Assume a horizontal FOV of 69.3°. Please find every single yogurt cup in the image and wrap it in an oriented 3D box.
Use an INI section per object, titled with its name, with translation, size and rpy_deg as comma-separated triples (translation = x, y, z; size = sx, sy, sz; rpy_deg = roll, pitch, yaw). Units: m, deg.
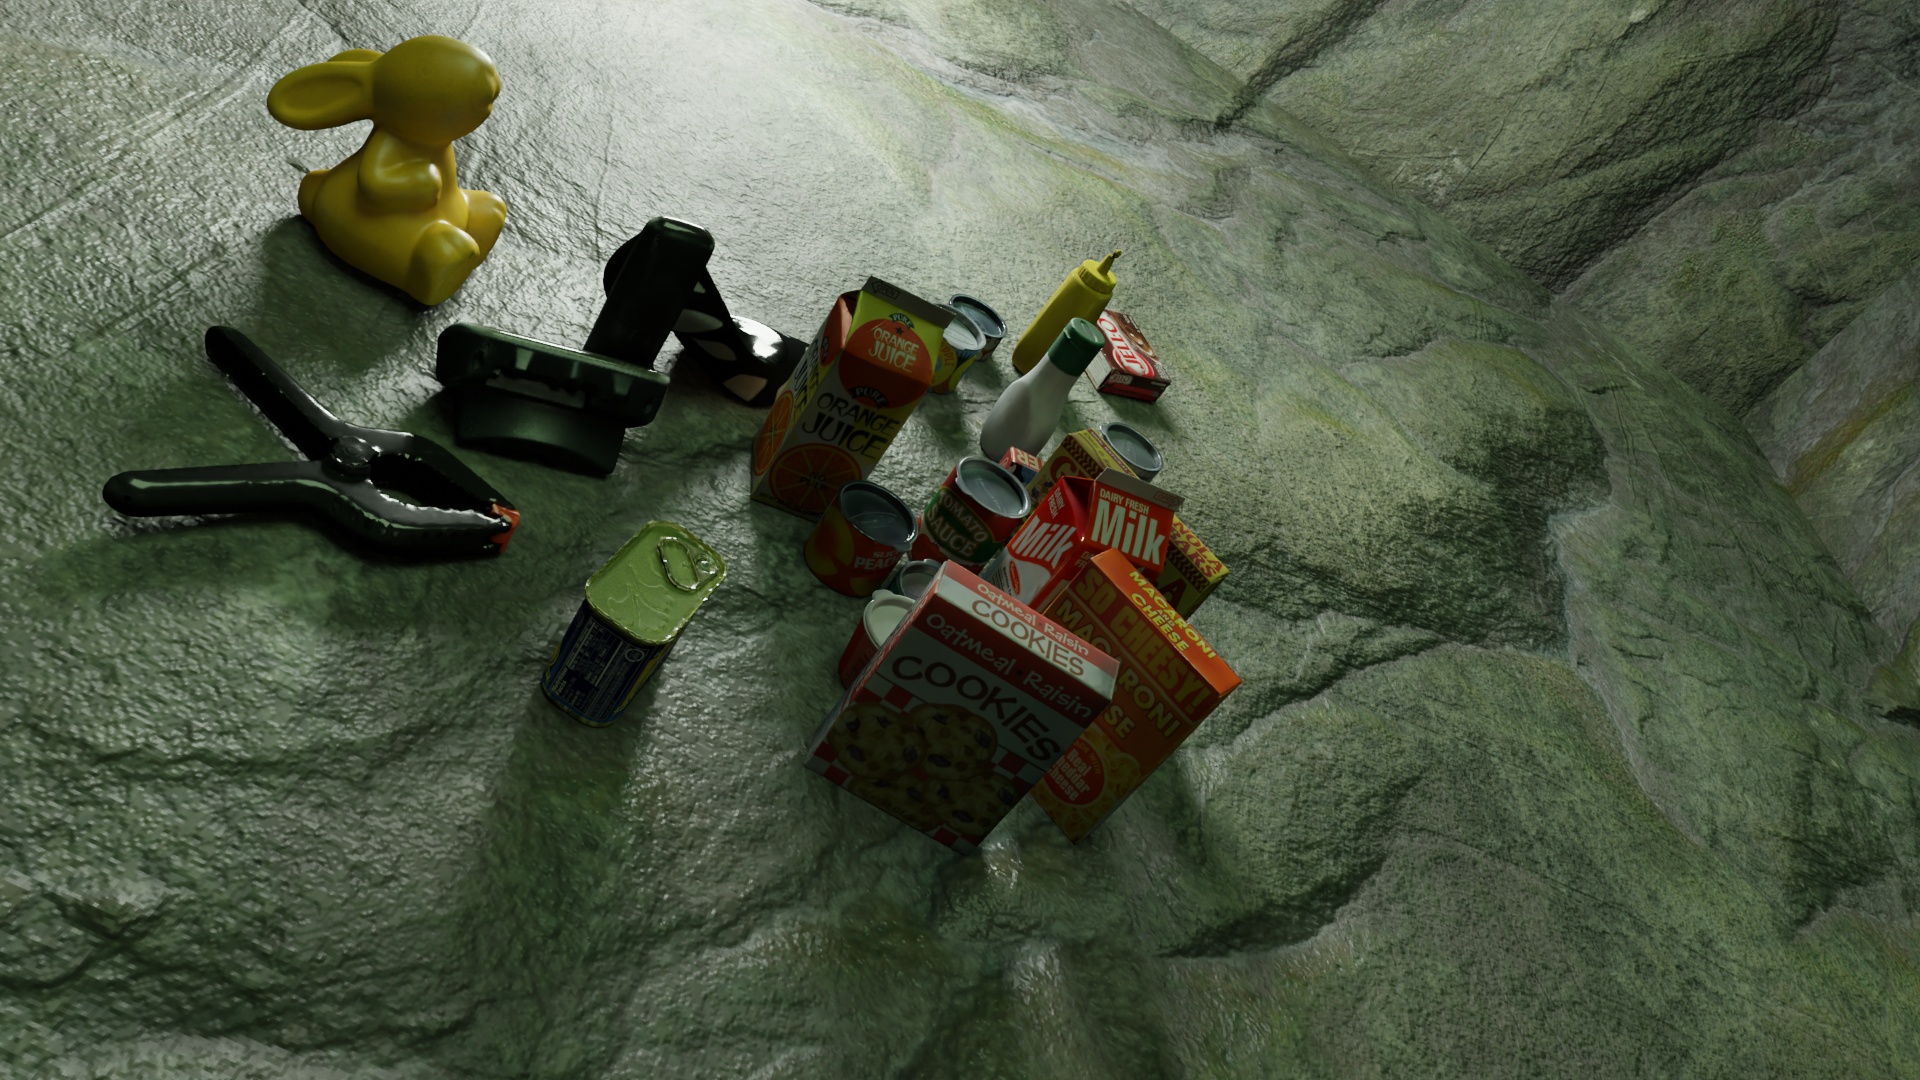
[yogurt cup]
translation = -0.047, 0.079, 0.943
size = 0.072, 0.053, 0.073
rpy_deg = 25, 34, -18

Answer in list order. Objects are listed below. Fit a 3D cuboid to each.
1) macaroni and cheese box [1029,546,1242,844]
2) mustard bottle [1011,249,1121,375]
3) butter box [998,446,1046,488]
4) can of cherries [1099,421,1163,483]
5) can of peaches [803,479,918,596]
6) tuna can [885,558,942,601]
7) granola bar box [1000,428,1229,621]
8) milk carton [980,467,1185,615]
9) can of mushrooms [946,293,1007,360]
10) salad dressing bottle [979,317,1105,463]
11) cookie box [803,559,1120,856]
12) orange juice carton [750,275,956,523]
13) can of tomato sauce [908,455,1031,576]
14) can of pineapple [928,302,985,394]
[macaroni and cheese box]
translation = 0.091, 0.105, 0.936
size = 0.124, 0.165, 0.040
rpy_deg = 48, 34, 16
[mustard bottle]
translation = 0.113, -0.230, 1.385
size = 0.049, 0.159, 0.065
rpy_deg = 44, 33, 11
[butter box]
translation = 0.074, -0.039, 1.206
size = 0.103, 0.053, 0.024
rpy_deg = 22, 35, -22
[can of cherries]
translation = 0.146, -0.070, 1.308
size = 0.071, 0.058, 0.072
rpy_deg = 25, 34, -18
[can of peaches]
translation = -0.072, 0.001, 1.014
size = 0.071, 0.057, 0.071
rpy_deg = 25, 34, -18
[tuna can]
translation = -0.025, 0.048, 1.021
size = 0.071, 0.032, 0.071
rpy_deg = 25, 34, -18
[granola bar box]
translation = 0.117, 0.011, 1.119
size = 0.166, 0.123, 0.039
rpy_deg = 49, 34, 18
[milk carton]
translation = 0.079, 0.023, 1.005
size = 0.072, 0.189, 0.074
rpy_deg = 19, 36, -26
[can of mushrooms]
translation = 0.009, -0.212, 1.382
size = 0.071, 0.033, 0.071
rpy_deg = 25, 34, -18
[salad dressing bottle]
translation = 0.073, -0.131, 1.233
size = 0.044, 0.147, 0.064
rpy_deg = 8, 42, -38
[cookie box]
translation = -0.001, 0.105, 0.847
size = 0.123, 0.166, 0.040
rpy_deg = 31, 33, -9
[orange juice carton]
translation = -0.081, -0.107, 1.016
size = 0.072, 0.191, 0.073
rpy_deg = 21, 35, -24
[can of tomato sauce]
translation = 0.004, -0.014, 1.080
size = 0.071, 0.082, 0.071
rpy_deg = 25, 34, -18
[can of pineapple]
translation = -0.020, -0.177, 1.288
size = 0.071, 0.057, 0.071
rpy_deg = 25, 34, -18
